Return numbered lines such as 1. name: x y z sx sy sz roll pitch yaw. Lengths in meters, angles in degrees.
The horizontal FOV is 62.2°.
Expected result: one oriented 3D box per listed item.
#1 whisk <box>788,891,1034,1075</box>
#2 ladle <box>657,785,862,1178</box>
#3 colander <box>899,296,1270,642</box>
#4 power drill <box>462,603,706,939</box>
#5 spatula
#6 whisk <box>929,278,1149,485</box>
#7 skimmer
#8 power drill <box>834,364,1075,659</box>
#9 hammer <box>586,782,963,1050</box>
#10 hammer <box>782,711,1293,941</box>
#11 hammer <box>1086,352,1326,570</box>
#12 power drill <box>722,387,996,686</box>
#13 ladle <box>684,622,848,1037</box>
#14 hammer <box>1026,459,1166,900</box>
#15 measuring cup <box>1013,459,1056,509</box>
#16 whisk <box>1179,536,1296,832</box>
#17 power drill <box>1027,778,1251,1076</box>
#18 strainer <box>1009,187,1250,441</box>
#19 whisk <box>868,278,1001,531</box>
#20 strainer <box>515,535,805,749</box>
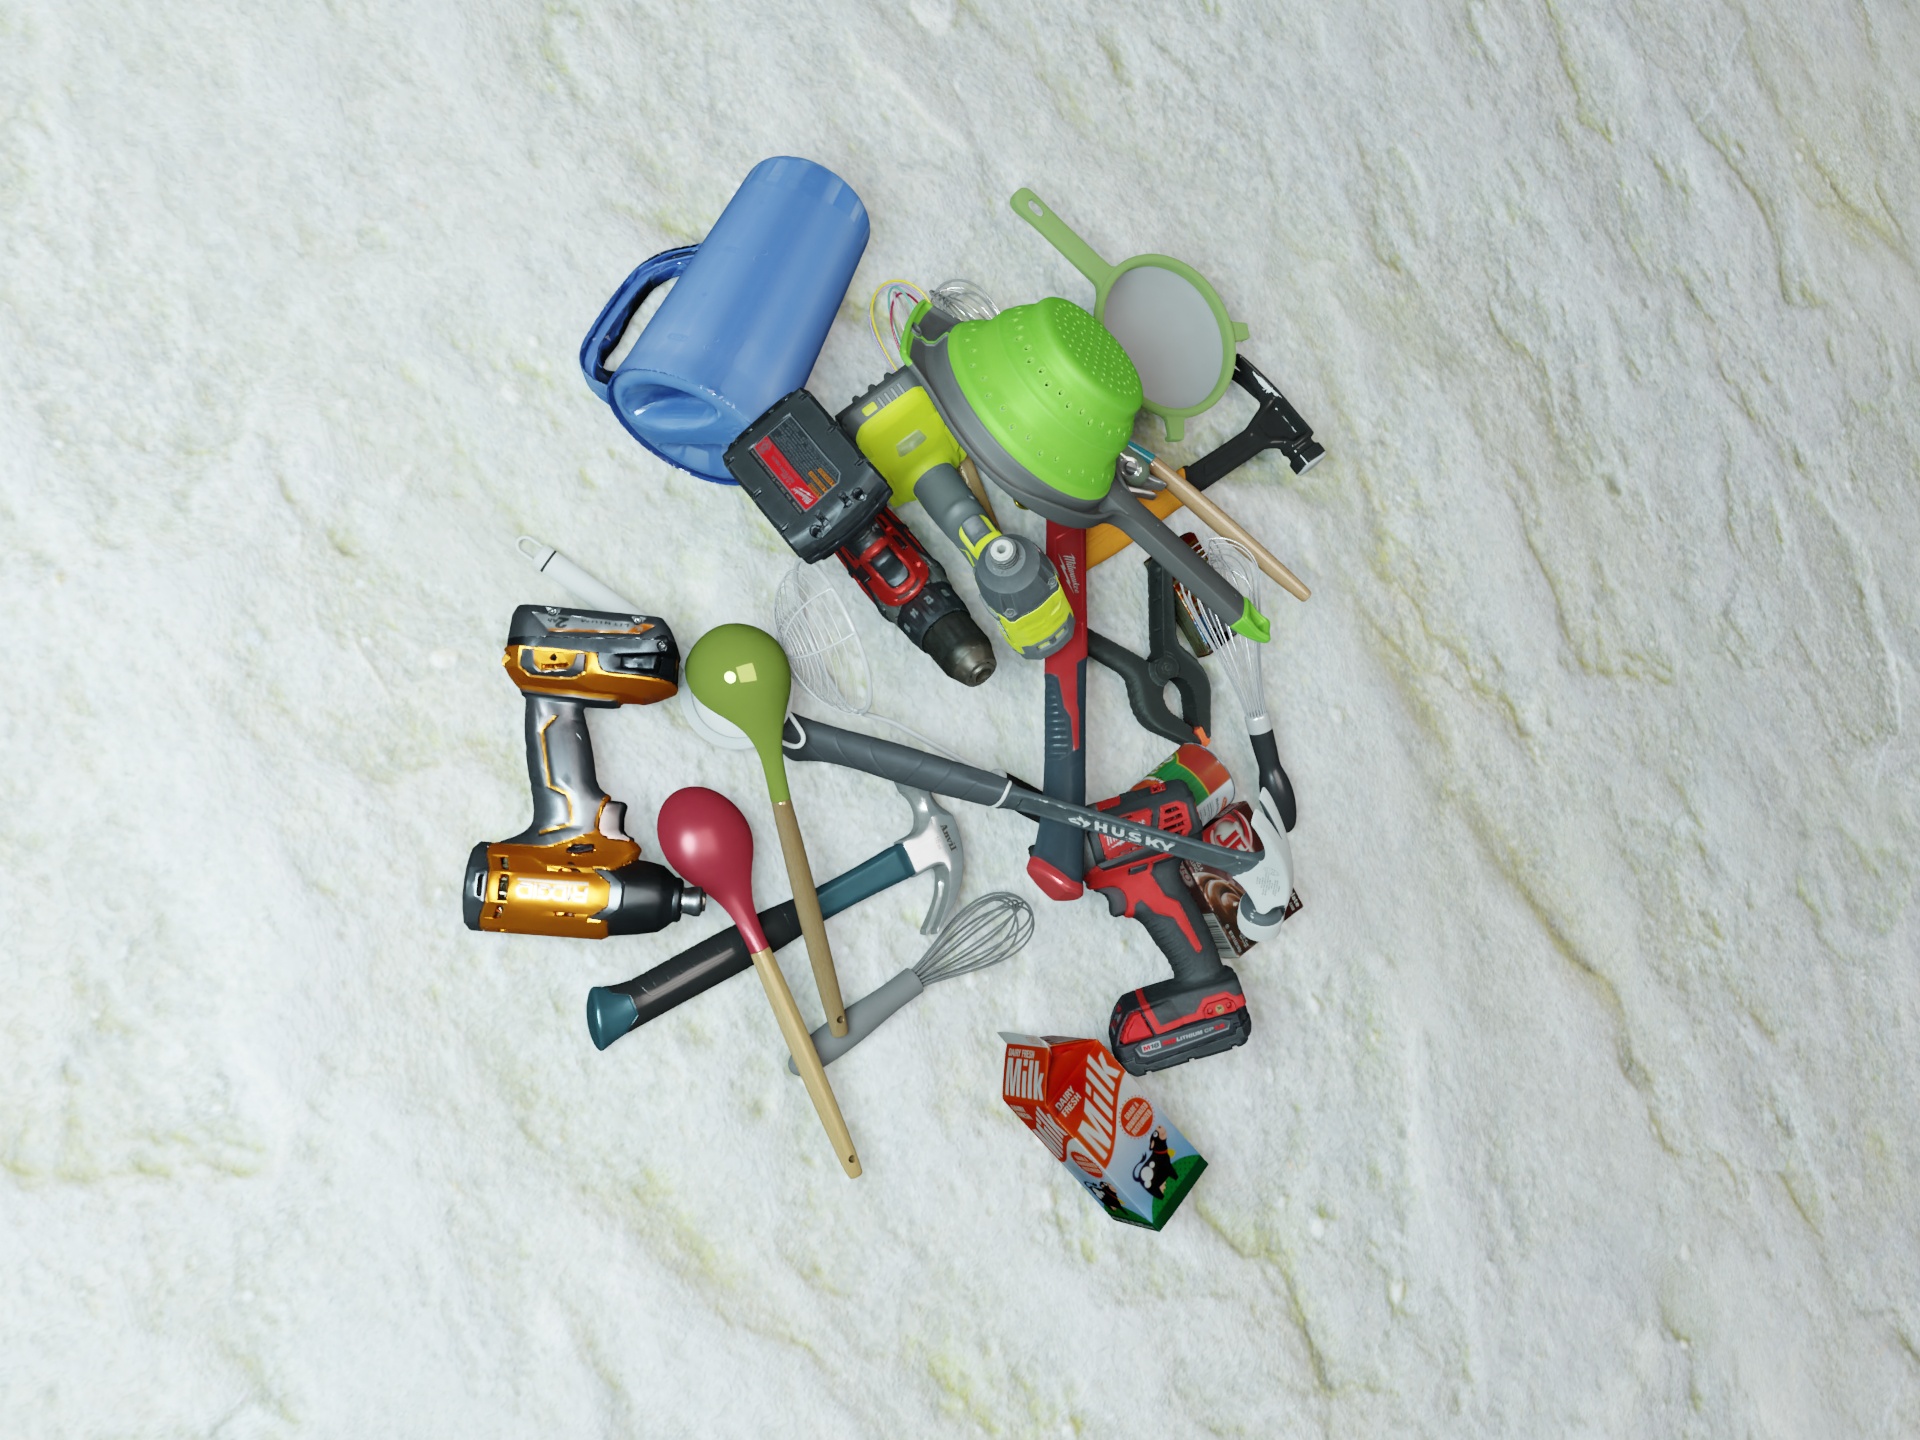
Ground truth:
1. whisk: -0.036 0.208 1.252 0.239 0.055 0.055 -33 97 -24
2. ladle: -0.139 0.193 1.171 0.069 0.031 0.315 -25 94 -30
3. colander: 0.133 -0.207 1.247 0.396 0.094 0.205 39 34 -19
4. power drill: -0.253 0.041 1.122 0.164 0.084 0.226 6 80 -6
5. spatula: 0.193 -0.217 1.390 0.317 0.082 0.044 40 93 -5
6. whisk: 0.066 -0.285 1.352 0.246 0.059 0.058 42 108 2
7. skimmer: -0.002 -0.004 1.275 0.363 0.127 0.090 30 89 -28
8. power drill: 0.001 -0.162 1.228 0.080 0.171 0.223 -36 70 0
9. hammer: -0.136 0.154 1.213 0.331 0.033 0.128 -26 93 -28
10. hammer: 0.048 0.058 1.183 0.409 0.149 0.036 16 54 15
11. hammer: 0.179 -0.206 1.427 0.337 0.034 0.127 -36 83 -24
12. power drill: -0.062 -0.124 1.172 0.080 0.226 0.188 -41 63 3
13. ladle: -0.133 0.083 1.181 0.078 0.062 0.320 -19 102 -32
14. hammer: 0.101 -0.042 1.305 0.143 0.038 0.387 7 68 -14
15. measuring cup: 0.075 -0.184 1.278 0.062 0.029 0.156 54 37 4
16. whisk: 0.259 -0.028 1.419 0.070 0.070 0.284 -27 108 -29
17. power drill: 0.148 0.169 1.305 0.143 0.078 0.219 -17 95 1
18. strainer: 0.130 -0.369 1.417 0.256 0.069 0.151 40 66 -15
19. whisk: -0.012 -0.255 1.340 0.047 0.051 0.245 -27 98 -34
20. strainer: -0.223 -0.061 1.198 0.258 0.050 0.087 36 96 -12
